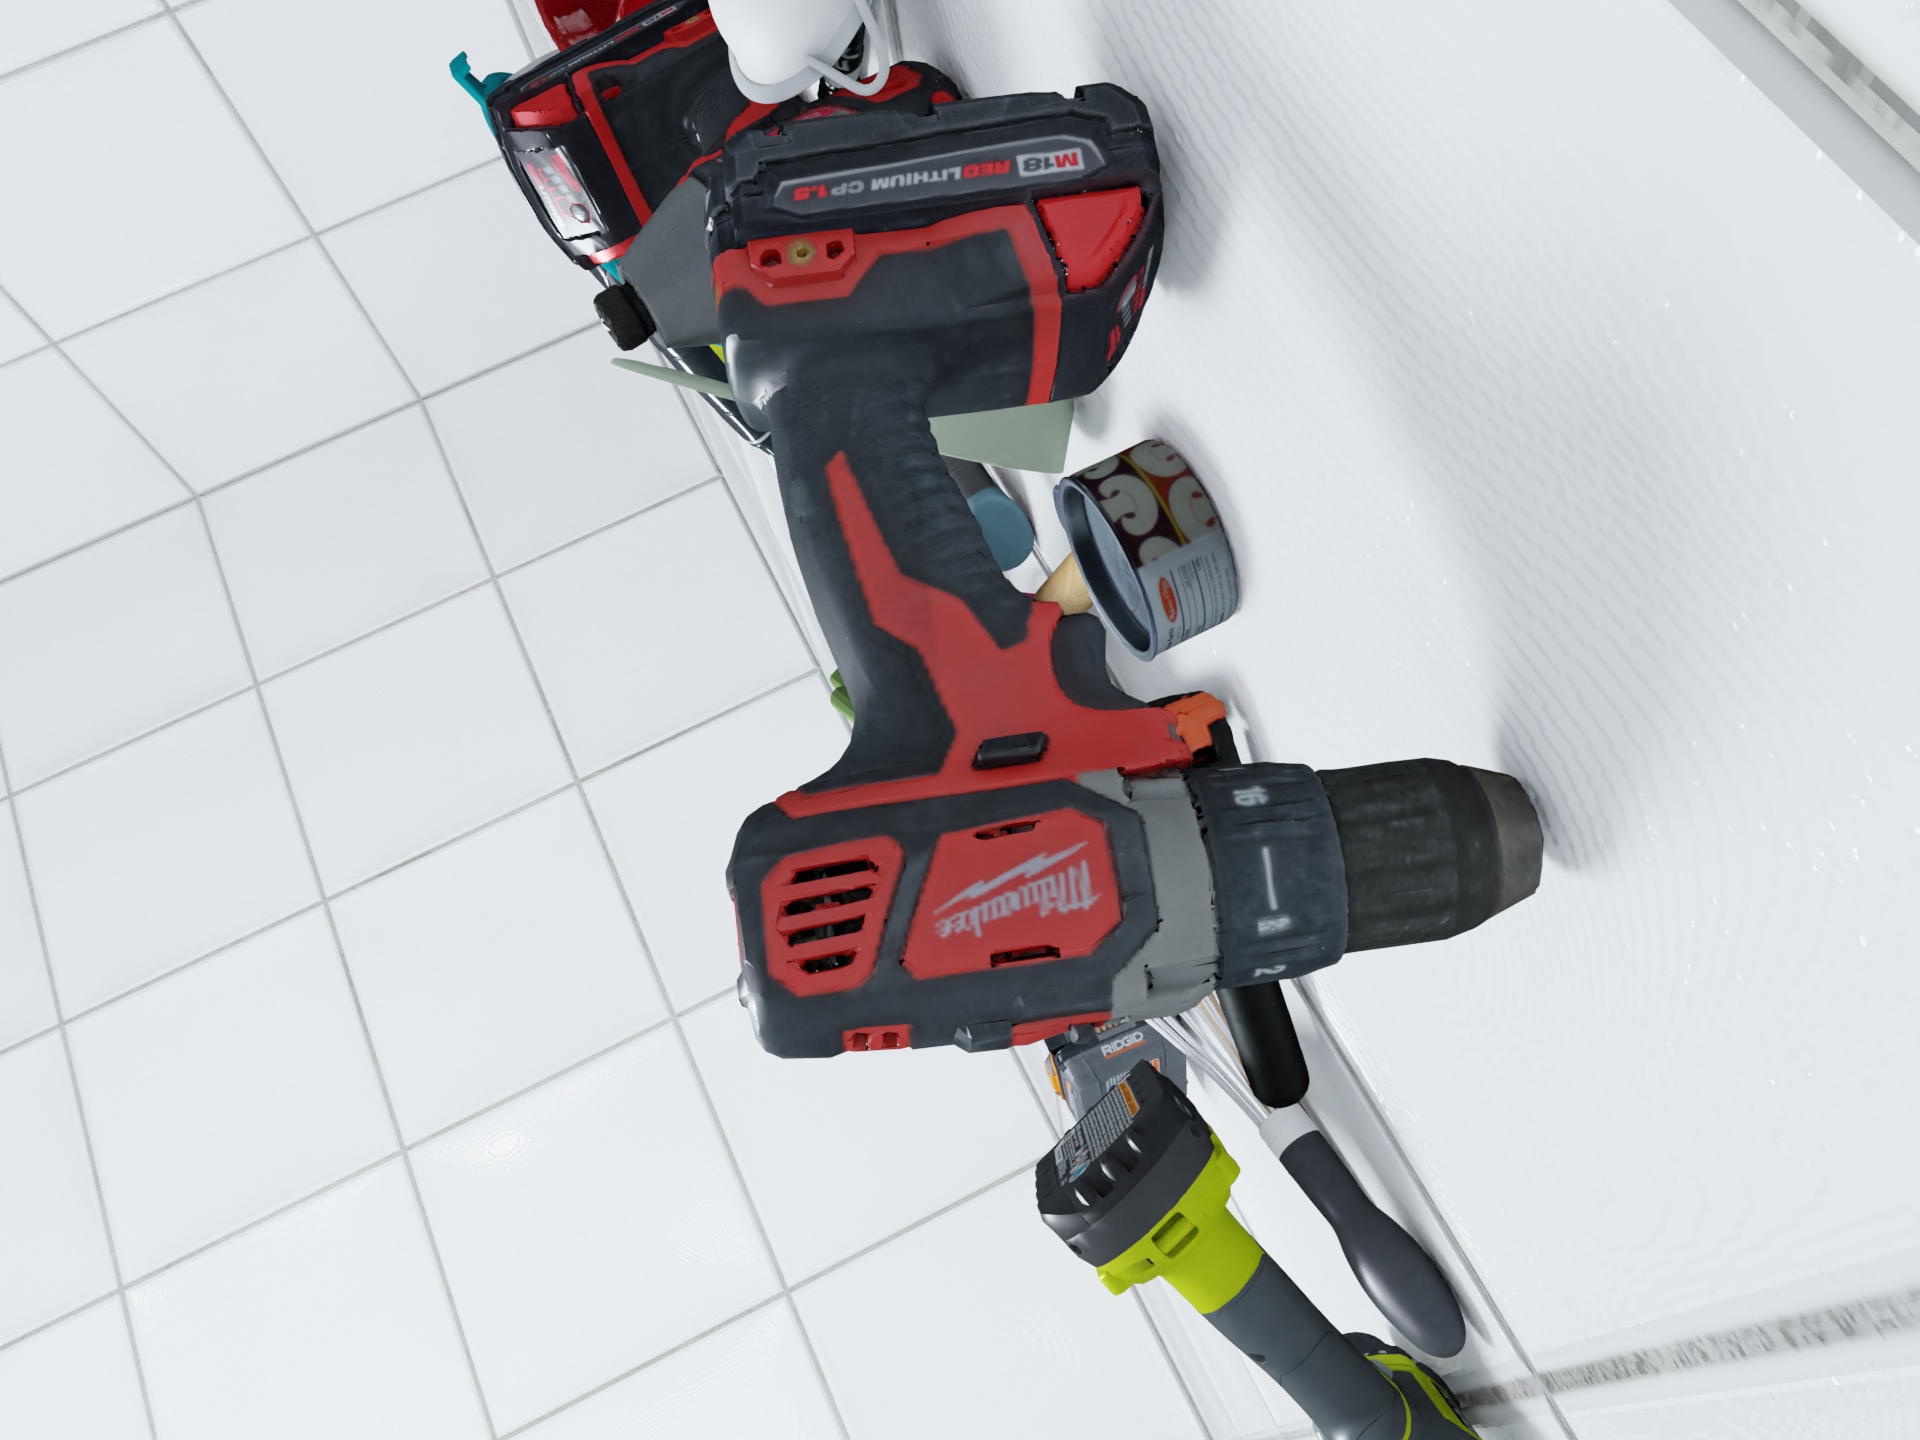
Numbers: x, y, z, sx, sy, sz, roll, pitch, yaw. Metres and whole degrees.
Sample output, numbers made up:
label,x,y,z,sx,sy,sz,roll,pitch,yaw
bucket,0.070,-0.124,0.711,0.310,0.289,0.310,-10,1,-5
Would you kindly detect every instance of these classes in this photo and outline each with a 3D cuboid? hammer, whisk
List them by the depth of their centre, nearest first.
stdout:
label,x,y,z,sx,sy,sz,roll,pitch,yaw
whisk,0.035,-0.049,0.713,0.245,0.051,0.047,136,114,-80
whisk,0.128,0.160,0.716,0.285,0.070,0.070,54,168,36
hammer,-0.056,-0.206,0.810,0.331,0.033,0.128,58,-178,26
hammer,-0.119,-0.171,1.019,0.408,0.036,0.149,48,174,-15

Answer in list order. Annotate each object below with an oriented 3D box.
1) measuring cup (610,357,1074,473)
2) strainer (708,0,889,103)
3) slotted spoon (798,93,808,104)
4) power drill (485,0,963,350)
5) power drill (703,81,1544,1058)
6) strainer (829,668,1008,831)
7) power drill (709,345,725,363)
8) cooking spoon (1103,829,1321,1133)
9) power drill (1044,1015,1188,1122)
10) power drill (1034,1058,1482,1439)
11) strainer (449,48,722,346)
label,x,y,z,sx,sy,sz,roll,pitch,yaw
measuring cup,-0.037,-0.121,0.557,0.083,0.167,0.038,-141,62,-62
strainer,-0.076,-0.300,0.569,0.050,0.087,0.259,19,-143,-37
slotted spoon,-0.122,-0.366,0.827,0.314,0.031,0.070,59,168,28
power drill,-0.097,-0.206,0.604,0.220,0.143,0.078,44,164,49
power drill,0.030,-0.037,0.393,0.080,0.188,0.227,88,174,-74
strainer,-0.001,-0.002,0.765,0.151,0.069,0.257,40,180,-28
power drill,-0.124,-0.217,1.194,0.223,0.080,0.171,59,173,14
cooking spoon,0.134,0.151,0.786,0.068,0.017,0.319,80,164,-49
power drill,0.063,0.133,1.013,0.164,0.084,0.227,76,171,-57
power drill,0.141,0.266,0.721,0.228,0.080,0.190,45,179,3
strainer,-0.135,-0.287,0.961,0.340,0.095,0.211,48,-163,-2
